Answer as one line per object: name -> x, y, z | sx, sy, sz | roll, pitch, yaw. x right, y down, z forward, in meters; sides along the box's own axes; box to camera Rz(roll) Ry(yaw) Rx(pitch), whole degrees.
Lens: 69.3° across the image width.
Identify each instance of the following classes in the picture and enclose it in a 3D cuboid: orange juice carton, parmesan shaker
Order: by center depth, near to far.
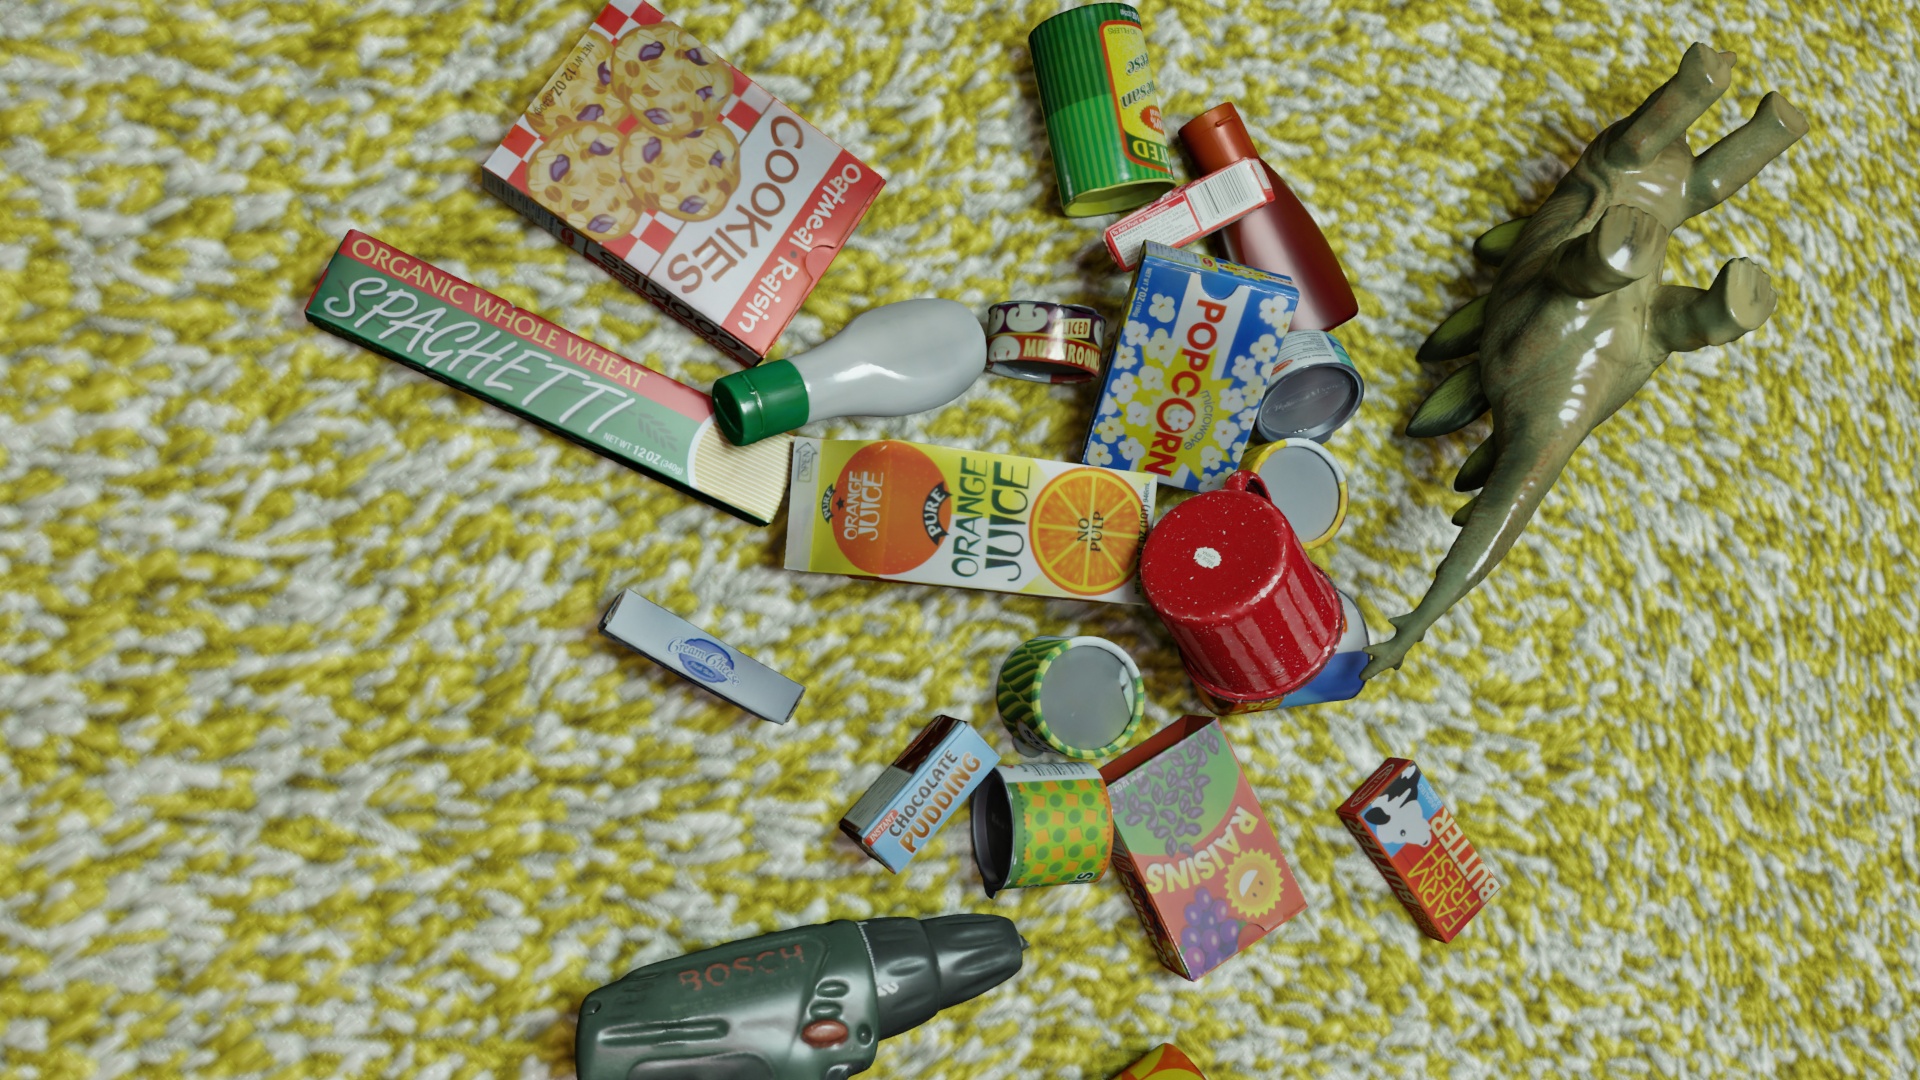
orange juice carton -> 0.003, -0.009, 0.745 | 0.193, 0.073, 0.072 | 7, 86, -17
parmesan shaker -> 0.079, -0.244, 0.790 | 0.071, 0.071, 0.103 | -12, 90, -18

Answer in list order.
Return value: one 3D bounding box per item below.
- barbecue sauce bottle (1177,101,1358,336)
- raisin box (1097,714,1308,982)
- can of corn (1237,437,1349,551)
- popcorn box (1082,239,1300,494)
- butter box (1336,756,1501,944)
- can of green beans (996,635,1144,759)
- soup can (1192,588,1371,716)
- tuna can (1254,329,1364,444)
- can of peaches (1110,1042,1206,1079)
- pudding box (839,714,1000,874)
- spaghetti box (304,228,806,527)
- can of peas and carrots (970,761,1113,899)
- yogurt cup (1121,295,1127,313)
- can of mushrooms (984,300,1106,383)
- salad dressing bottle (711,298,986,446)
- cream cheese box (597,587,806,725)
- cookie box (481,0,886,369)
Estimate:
barbecue sauce bottle -> 0.179, -0.188, 0.833 | 0.065, 0.043, 0.148 | -28, 94, -13
raisin box -> 0.132, 0.173, 0.790 | 0.086, 0.040, 0.123 | -28, 95, -19
can of corn -> 0.183, -0.022, 0.812 | 0.071, 0.058, 0.071 | 1, 85, -18
popcorn box -> 0.123, -0.092, 0.762 | 0.085, 0.038, 0.126 | 14, 118, 0
butter box -> 0.280, 0.188, 0.845 | 0.053, 0.024, 0.103 | -38, 98, -18
can of green beans -> 0.060, 0.085, 0.764 | 0.071, 0.057, 0.071 | 1, 86, -18
soup can -> 0.182, 0.066, 0.803 | 0.084, 0.071, 0.071 | -5, 88, -17
tuna can -> 0.201, -0.089, 0.820 | 0.071, 0.070, 0.033 | 1, 47, -18
can of peaches -> 0.108, 0.317, 0.755 | 0.058, 0.071, 0.071 | -28, 95, -19
pudding box -> -0.022, 0.133, 0.738 | 0.030, 0.049, 0.084 | 47, 74, -11
spaghetti box -> -0.201, -0.079, 0.708 | 0.250, 0.028, 0.050 | 25, 78, -15
can of peas and carrots -> 0.043, 0.156, 0.749 | 0.059, 0.071, 0.071 | 0, 86, -19
yogurt cup -> 0.137, -0.126, 0.809 | 0.072, 0.054, 0.072 | 1, 86, -19
can of mushrooms -> 0.048, -0.109, 0.769 | 0.071, 0.071, 0.033 | 8, 85, -17
salad dressing bottle -> -0.057, -0.087, 0.731 | 0.148, 0.043, 0.064 | -21, 61, -30
cream cheese box -> -0.133, 0.060, 0.706 | 0.104, 0.053, 0.024 | 31, 76, -13
cookie box -> -0.142, -0.188, 0.730 | 0.167, 0.040, 0.123 | 34, 76, -13
